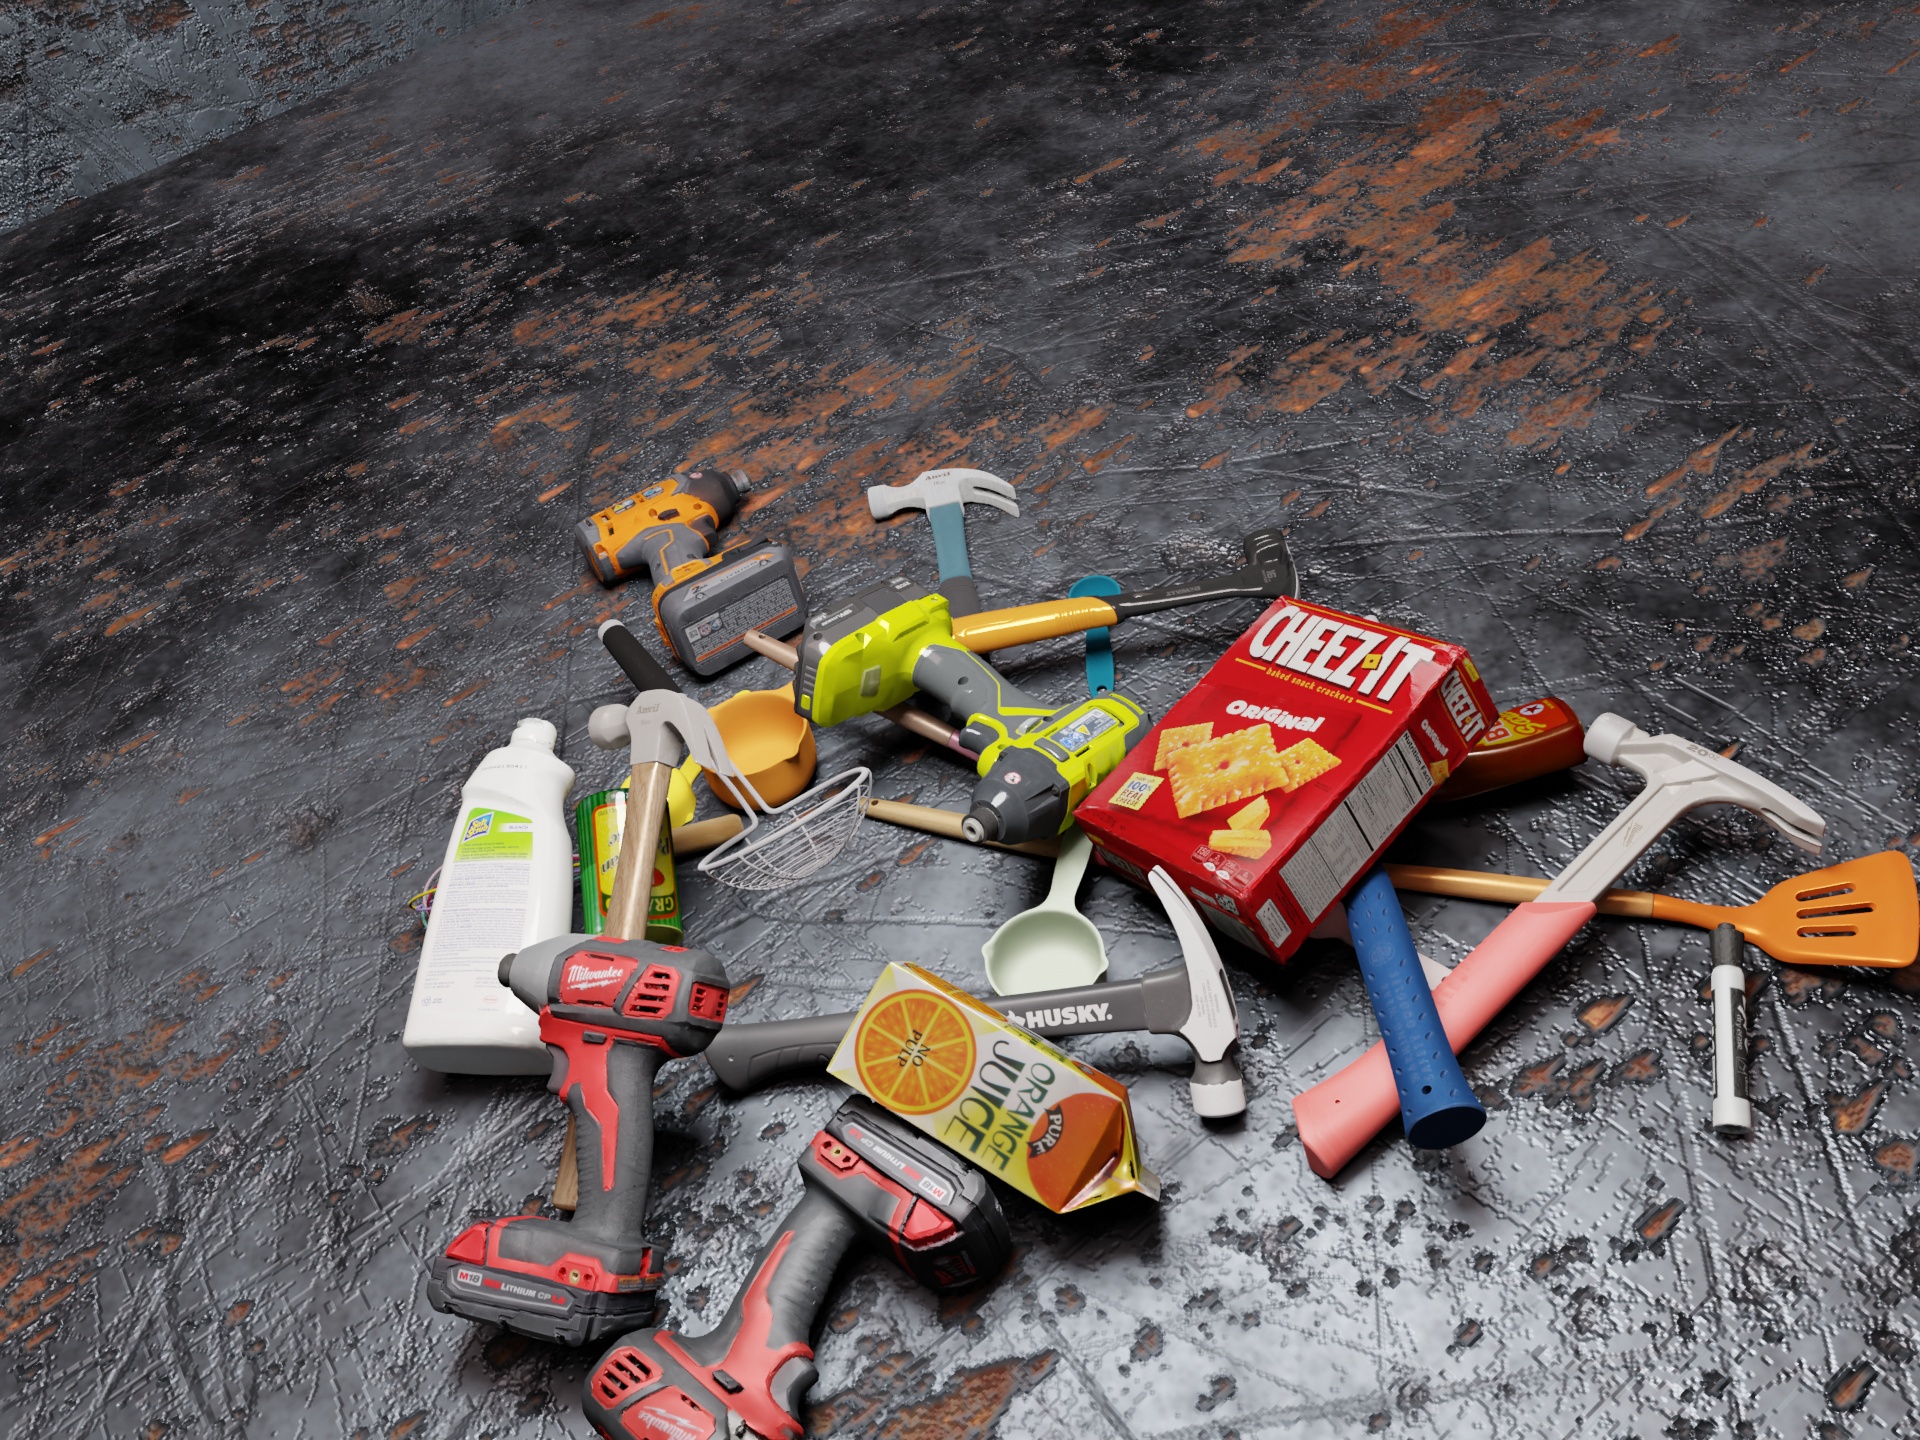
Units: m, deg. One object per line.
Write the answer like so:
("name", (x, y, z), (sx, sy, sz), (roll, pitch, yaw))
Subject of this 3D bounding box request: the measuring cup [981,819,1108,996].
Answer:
("measuring cup", (0.068, 0.127, 1.040), (0.083, 0.038, 0.168), (4, 48, 19))

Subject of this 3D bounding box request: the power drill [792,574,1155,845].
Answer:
("power drill", (-0.002, -0.003, 1.080), (0.223, 0.080, 0.171), (32, 41, 27))

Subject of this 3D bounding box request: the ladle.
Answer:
("ladle", (0.066, 0.086, 1.096), (0.315, 0.031, 0.069), (10, 49, 26))

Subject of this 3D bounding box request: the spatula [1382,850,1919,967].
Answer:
("spatula", (0.399, 0.105, 0.976), (0.323, 0.041, 0.081), (5, 51, 21))

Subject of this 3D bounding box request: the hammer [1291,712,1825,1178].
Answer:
("hammer", (0.335, 0.139, 0.932), (0.359, 0.036, 0.149), (-40, 47, -16))

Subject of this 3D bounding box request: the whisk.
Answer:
("whisk", (-0.278, 0.107, 1.154), (0.245, 0.047, 0.051), (-14, 42, -4))

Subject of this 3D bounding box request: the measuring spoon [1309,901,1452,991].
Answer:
("measuring spoon", (0.263, 0.139, 0.994), (0.124, 0.018, 0.034), (28, 58, 34))

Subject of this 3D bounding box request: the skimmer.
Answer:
("skimmer", (-0.185, 0.000, 1.126), (0.127, 0.090, 0.364), (-32, 46, -16))

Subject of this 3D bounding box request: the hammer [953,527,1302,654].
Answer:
("hammer", (0.084, -0.073, 1.189), (0.337, 0.034, 0.127), (-10, 33, 8))

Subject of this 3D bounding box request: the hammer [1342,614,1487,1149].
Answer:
("hammer", (0.240, 0.087, 0.983), (0.144, 0.035, 0.406), (-26, 35, 18))

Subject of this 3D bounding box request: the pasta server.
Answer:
("pasta server", (-0.027, -0.004, 1.161), (0.316, 0.040, 0.060), (26, 39, 19))

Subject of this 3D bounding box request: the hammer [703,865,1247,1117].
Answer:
("hammer", (-0.002, 0.180, 0.969), (0.335, 0.146, 0.035), (-9, 1, 16))

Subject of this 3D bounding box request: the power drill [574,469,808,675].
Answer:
("power drill", (-0.219, -0.143, 1.367), (0.164, 0.084, 0.227), (-30, 42, -16))

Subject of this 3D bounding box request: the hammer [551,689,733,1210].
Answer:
("hammer", (-0.212, 0.139, 1.008), (0.130, 0.031, 0.331), (-10, 67, 41))

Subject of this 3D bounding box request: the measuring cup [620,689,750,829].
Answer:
("measuring cup", (-0.208, 0.024, 1.227), (0.062, 0.029, 0.157), (14, 52, 26))

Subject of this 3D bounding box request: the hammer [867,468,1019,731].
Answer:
("hammer", (-0.003, -0.101, 1.299), (0.128, 0.033, 0.331), (-12, 44, 4))

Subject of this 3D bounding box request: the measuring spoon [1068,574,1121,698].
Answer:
("measuring spoon", (0.108, -0.059, 1.242), (0.042, 0.021, 0.129), (-7, 53, 9))

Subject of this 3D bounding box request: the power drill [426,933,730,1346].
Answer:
("power drill", (-0.223, 0.233, 0.917), (0.143, 0.078, 0.220), (6, 76, 20))

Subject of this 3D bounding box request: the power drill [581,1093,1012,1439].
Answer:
("power drill", (-0.068, 0.334, 0.845), (0.188, 0.080, 0.227), (26, 59, 34))

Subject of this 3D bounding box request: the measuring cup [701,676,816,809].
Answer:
("measuring cup", (-0.126, 0.000, 1.216), (0.095, 0.052, 0.174), (23, 53, 33))
